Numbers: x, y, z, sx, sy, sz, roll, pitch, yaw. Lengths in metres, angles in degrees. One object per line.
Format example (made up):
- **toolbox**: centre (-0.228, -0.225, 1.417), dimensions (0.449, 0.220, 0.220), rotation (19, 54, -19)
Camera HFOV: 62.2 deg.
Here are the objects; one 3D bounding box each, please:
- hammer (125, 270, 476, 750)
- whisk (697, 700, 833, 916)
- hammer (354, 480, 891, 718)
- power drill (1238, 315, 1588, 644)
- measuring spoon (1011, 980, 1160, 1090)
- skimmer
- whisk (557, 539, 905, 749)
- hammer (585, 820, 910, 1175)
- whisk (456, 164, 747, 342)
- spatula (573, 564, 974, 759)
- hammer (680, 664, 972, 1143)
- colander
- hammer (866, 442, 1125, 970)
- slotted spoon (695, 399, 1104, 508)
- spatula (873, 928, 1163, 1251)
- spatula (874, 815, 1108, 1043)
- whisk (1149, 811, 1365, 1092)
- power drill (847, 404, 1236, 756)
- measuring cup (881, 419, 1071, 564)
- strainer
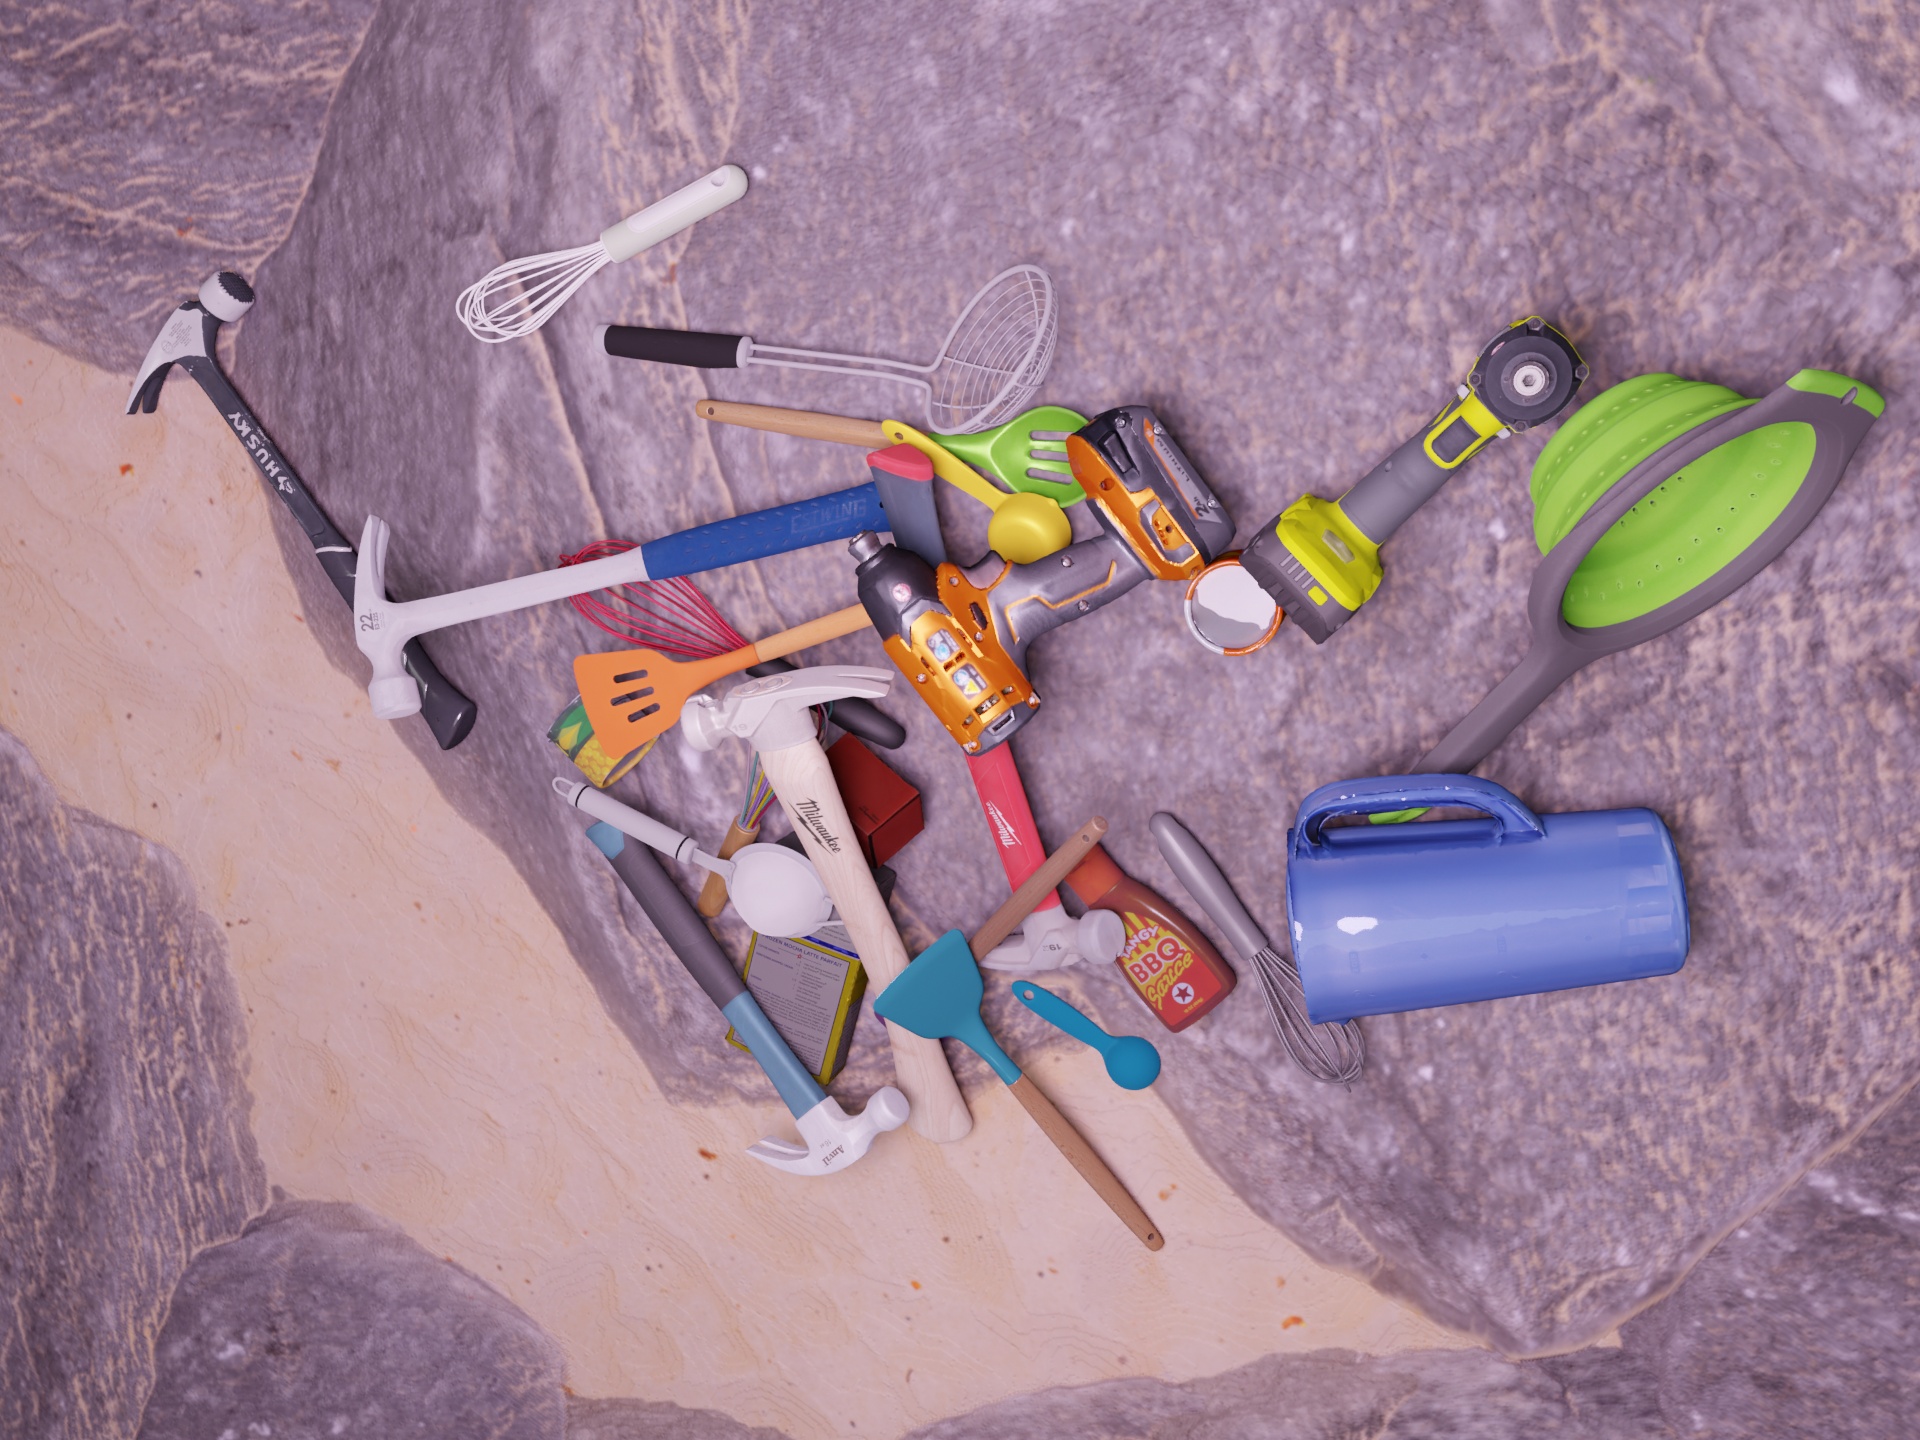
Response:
- **hammer**: centre (-0.522, -0.151, 1.285), dimensions (0.149, 0.036, 0.409), rotation (-34, 91, 21)
- **whisk**: centre (-0.153, 0.060, 1.198), dimensions (0.047, 0.051, 0.244), rotation (48, 129, 26)
- **hammer**: centre (-0.238, -0.117, 1.144), dimensions (0.405, 0.035, 0.144), rotation (-13, 85, 1)
- **power drill**: centre (0.281, -0.153, 0.976), dimensions (0.080, 0.171, 0.223), rotation (47, 113, 2)
- **measuring spoon**: centre (0.091, 0.236, 1.194), dimensions (0.128, 0.021, 0.042), rotation (32, 109, 6)
- **skimmer**: centre (-0.104, -0.268, 1.106), dimensions (0.363, 0.090, 0.127), rotation (9, 71, 17)
- **whisk**: centre (-0.172, -0.054, 1.192), dimensions (0.296, 0.073, 0.073), rotation (28, 108, 4)
- **hammer**: centre (-0.180, 0.203, 1.218), dimensions (0.128, 0.033, 0.331), rotation (-44, 77, 24)
- **whisk**: centre (-0.263, -0.342, 1.161), dimensions (0.246, 0.059, 0.058), rotation (-22, 67, 16)
- **spatula**: centre (-0.123, -0.058, 1.151), dimensions (0.322, 0.041, 0.081), rotation (-19, 95, 0)
- **hammer**: centre (-0.057, 0.145, 1.138), dimensions (0.146, 0.038, 0.410), rotation (-11, 119, 17)
- **colander**: centre (0.374, -0.085, 1.001), dimensions (0.397, 0.204, 0.095), rotation (-53, 50, 35)
- **hammer**: centre (-0.002, -0.004, 1.127), dimensions (0.143, 0.038, 0.386), rotation (-10, 103, 41)
- **slotted spoon**: centre (-0.046, -0.204, 1.137), dimensions (0.314, 0.031, 0.070), rotation (11, 105, 16)
- **spatula**: centre (0.057, 0.286, 1.170), dimensions (0.082, 0.044, 0.317), rotation (-42, 105, -9)
- **spatula**: centre (0.021, 0.158, 1.143), dimensions (0.060, 0.018, 0.315), rotation (42, 133, 4)
- **whisk**: centre (0.209, 0.164, 1.132), dimensions (0.055, 0.055, 0.239), rotation (-38, 86, 20)
- **power drill**: centre (0.046, -0.106, 1.037), dimensions (0.226, 0.084, 0.164), rotation (-39, 99, -2)
- **measuring cup**: centre (0.006, -0.156, 1.106), dimensions (0.156, 0.029, 0.062), rotation (34, 138, -6)
- **strainer**: centre (-0.199, 0.103, 1.192), dimensions (0.258, 0.050, 0.086), rotation (26, 125, 11)
